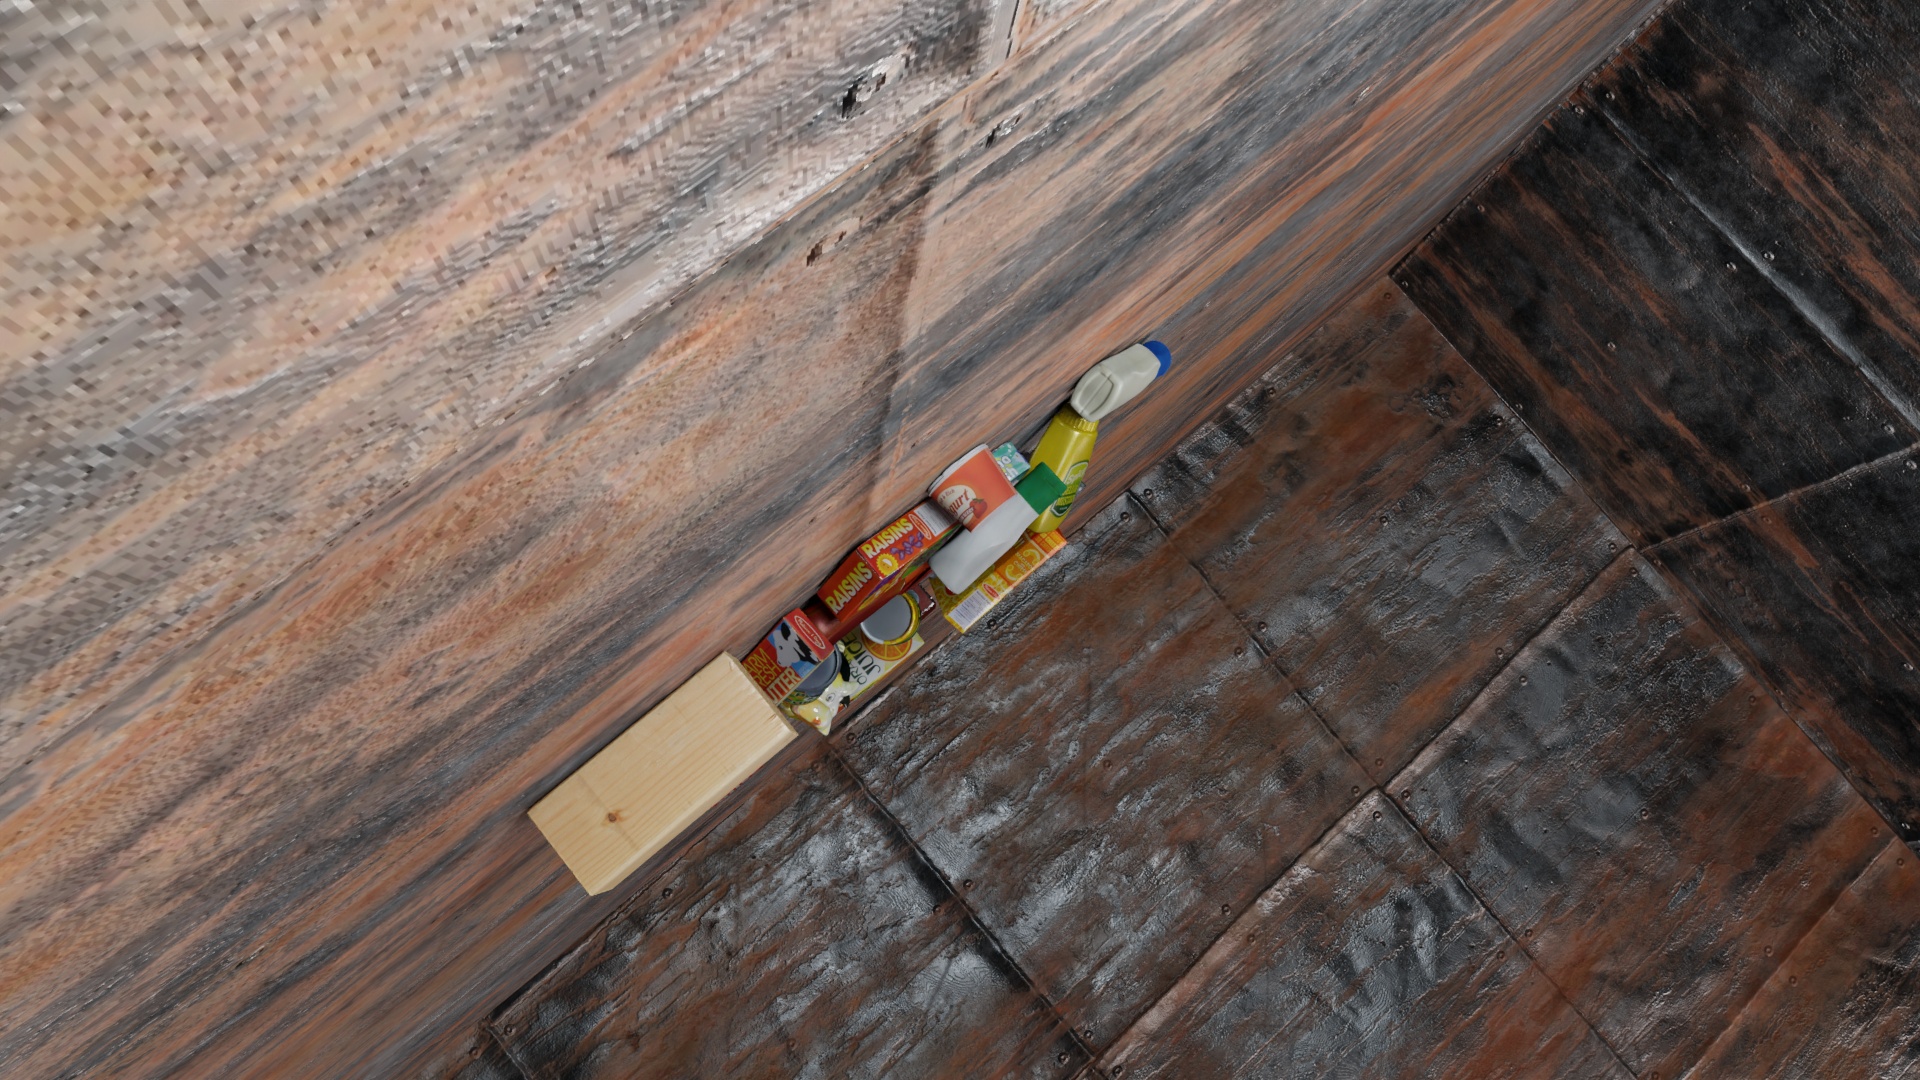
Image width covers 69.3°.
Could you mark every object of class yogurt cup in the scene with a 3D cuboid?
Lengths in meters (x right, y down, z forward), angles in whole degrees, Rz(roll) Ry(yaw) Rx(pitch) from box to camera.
[{"bbox_3d":[0.013,-0.044,1.222,0.072,0.054,0.072,-40,175,-4],"label":"yogurt cup"}]

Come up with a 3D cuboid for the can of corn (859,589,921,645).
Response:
[{"bbox_3d":[-0.078,0.083,1.565,0.071,0.071,0.058,-40,174,0],"label":"can of corn"}]

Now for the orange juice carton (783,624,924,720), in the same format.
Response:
[{"bbox_3d":[-0.142,0.159,1.701,0.193,0.073,0.071,-35,173,-37],"label":"orange juice carton"}]

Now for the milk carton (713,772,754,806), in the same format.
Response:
[{"bbox_3d":[-0.264,0.237,1.500,0.072,0.073,0.190,-39,175,-13],"label":"milk carton"}]

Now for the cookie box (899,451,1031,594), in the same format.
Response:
[{"bbox_3d":[0.005,-0.018,1.444,0.122,0.040,0.168,-45,173,39],"label":"cookie box"}]

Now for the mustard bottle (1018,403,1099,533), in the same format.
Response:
[{"bbox_3d":[0.102,-0.085,1.389,0.065,0.049,0.159,-16,133,-56],"label":"mustard bottle"}]

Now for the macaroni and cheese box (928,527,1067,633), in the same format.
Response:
[{"bbox_3d":[0.040,0.018,1.676,0.166,0.040,0.124,-41,-151,9],"label":"macaroni and cheese box"}]

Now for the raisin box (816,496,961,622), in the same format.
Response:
[{"bbox_3d":[-0.063,0.014,1.251,0.124,0.040,0.085,-37,175,-43],"label":"raisin box"}]

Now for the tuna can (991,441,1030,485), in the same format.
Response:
[{"bbox_3d":[0.033,-0.062,1.321,0.071,0.033,0.071,-40,175,-4],"label":"tuna can"}]

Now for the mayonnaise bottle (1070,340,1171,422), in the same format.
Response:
[{"bbox_3d":[0.162,-0.162,1.356,0.064,0.041,0.149,-52,170,35],"label":"mayonnaise bottle"}]

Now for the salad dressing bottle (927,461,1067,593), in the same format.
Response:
[{"bbox_3d":[0.036,-0.013,1.323,0.147,0.044,0.064,-42,164,4],"label":"salad dressing bottle"}]

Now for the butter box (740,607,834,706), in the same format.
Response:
[{"bbox_3d":[-0.163,0.110,1.274,0.103,0.053,0.024,-44,176,40],"label":"butter box"}]

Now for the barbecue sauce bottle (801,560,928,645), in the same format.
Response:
[{"bbox_3d":[-0.091,0.049,1.316,0.149,0.043,0.064,-38,-178,-28],"label":"barbecue sauce bottle"}]

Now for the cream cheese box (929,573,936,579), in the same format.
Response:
[{"bbox_3d":[-0.023,0.018,1.633,0.053,0.024,0.103,-40,175,-1],"label":"cream cheese box"}]

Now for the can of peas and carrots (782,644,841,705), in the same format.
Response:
[{"bbox_3d":[-0.155,0.126,1.363,0.071,0.071,0.058,-37,174,-27],"label":"can of peas and carrots"}]
